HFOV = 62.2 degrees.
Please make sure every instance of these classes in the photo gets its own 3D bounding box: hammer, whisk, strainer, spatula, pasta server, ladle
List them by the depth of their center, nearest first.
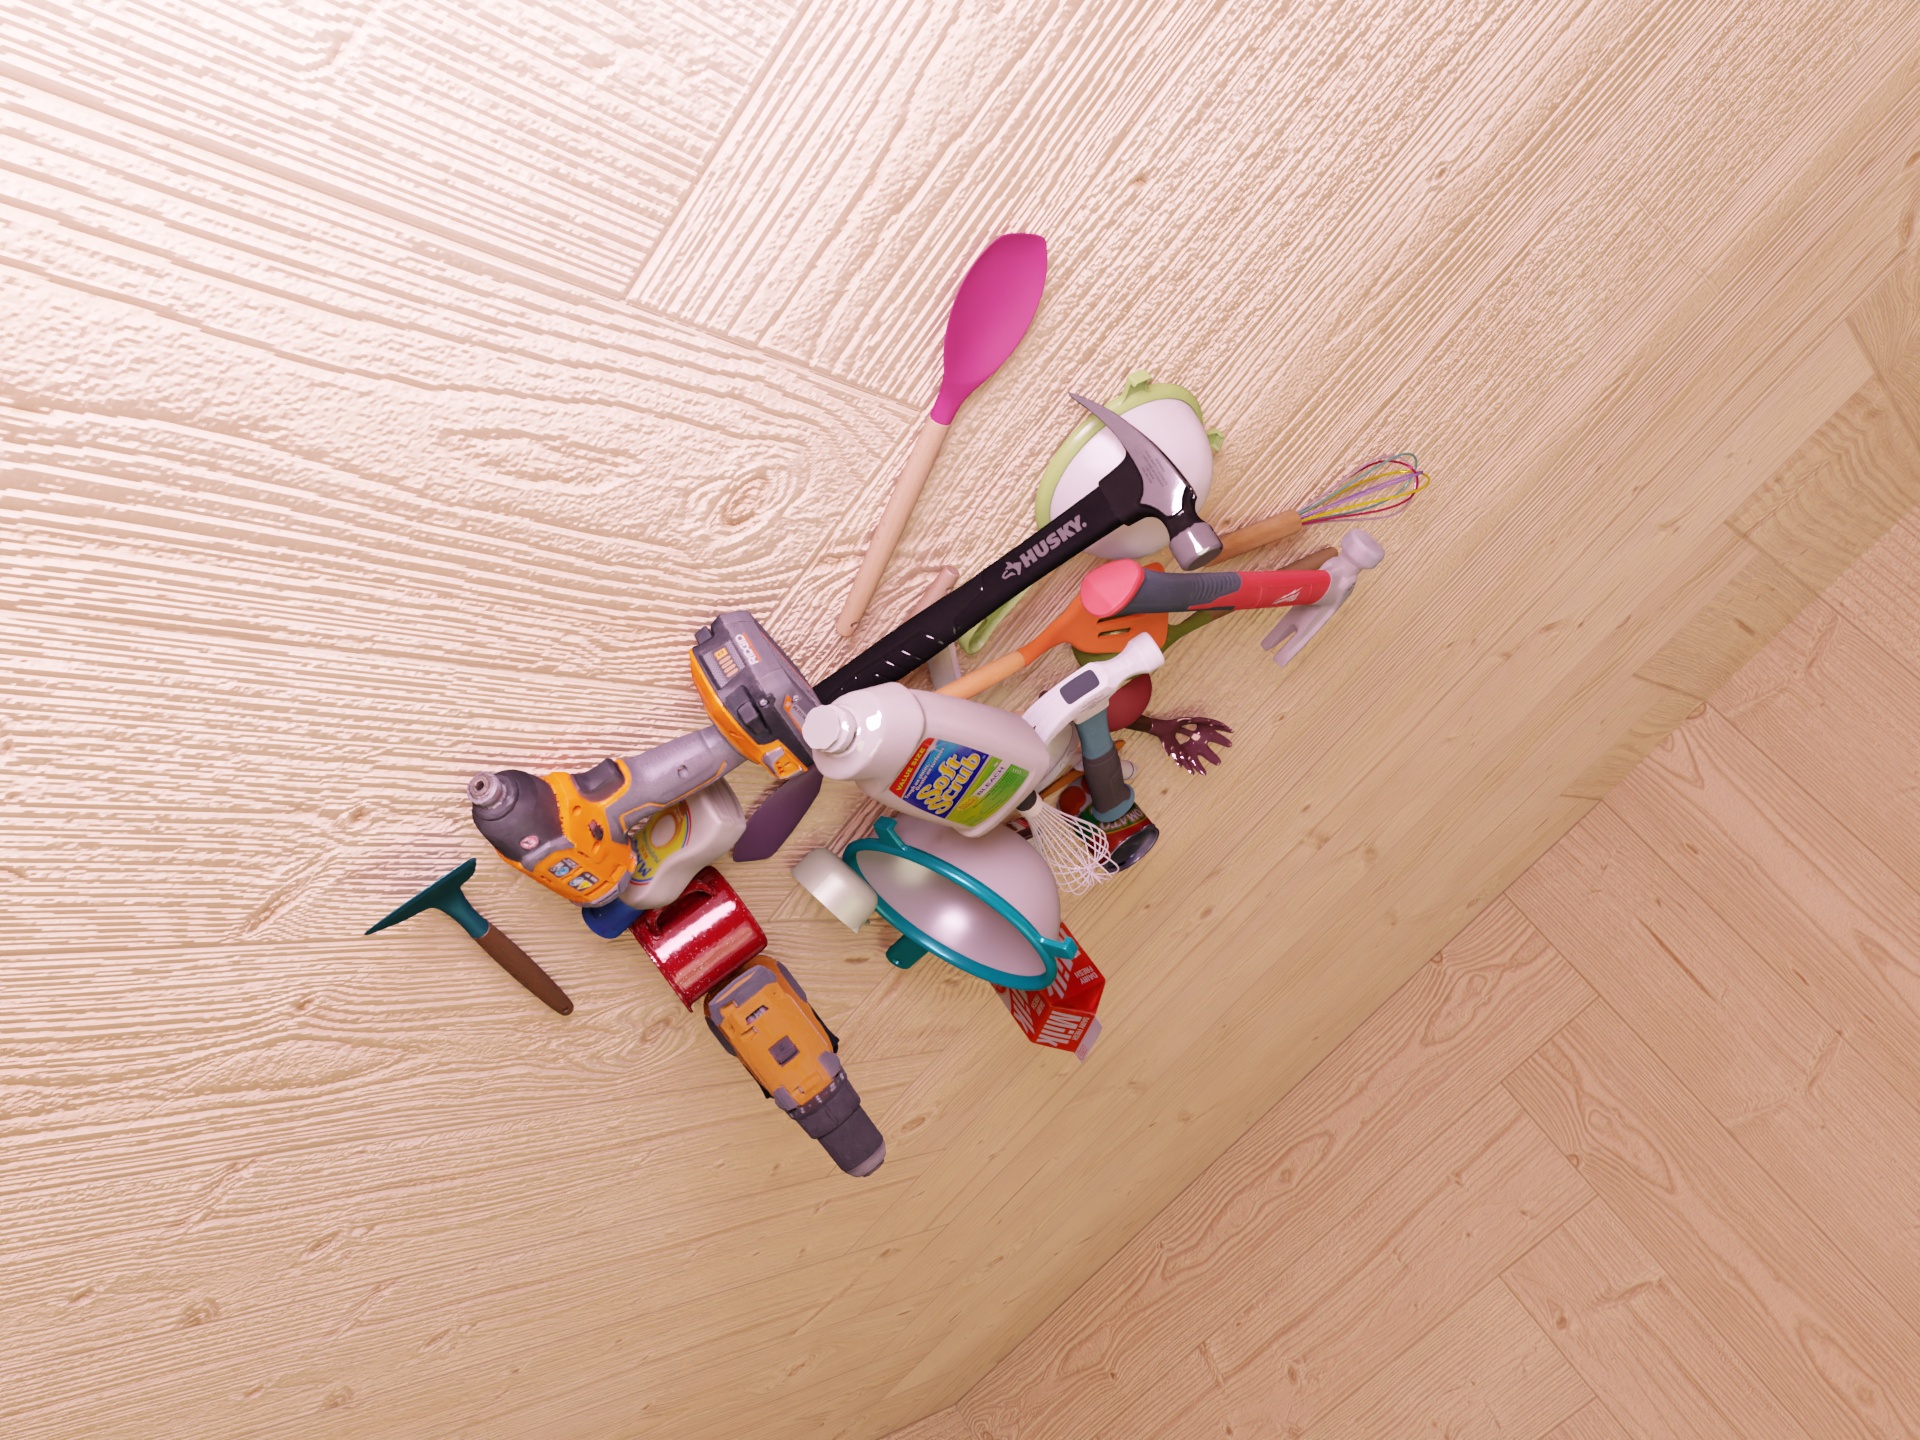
[{"bbox_3d":[0.007,-0.088,1.110,0.334,0.146,0.035,-34,165,18],"label":"hammer"},{"bbox_3d":[-0.335,0.169,1.150,0.082,0.044,0.317,-36,153,-11],"label":"spatula"},{"bbox_3d":[0.099,-0.130,1.178,0.256,0.069,0.151,-48,151,15],"label":"strainer"},{"bbox_3d":[0.033,-0.034,1.213,0.322,0.041,0.081,-29,130,-30],"label":"spatula"},{"bbox_3d":[-0.090,0.004,1.215,0.059,0.018,0.315,0,135,-49],"label":"spatula"},{"bbox_3d":[-0.002,-0.004,1.278,0.059,0.058,0.246,-6,146,6],"label":"whisk"},{"bbox_3d":[0.210,-0.094,1.288,0.386,0.038,0.143,-7,142,-50],"label":"hammer"},{"bbox_3d":[0.065,-0.003,1.306,0.315,0.031,0.069,-8,139,-48],"label":"ladle"},{"bbox_3d":[0.119,0.026,1.358,0.128,0.033,0.330,-31,158,-2],"label":"hammer"},{"bbox_3d":[0.069,0.083,1.377,0.070,0.070,0.284,-39,145,2],"label":"whisk"},{"bbox_3d":[0.309,-0.180,1.379,0.245,0.047,0.051,-22,150,-21],"label":"whisk"},{"bbox_3d":[0.224,-0.109,1.400,0.320,0.062,0.078,-26,150,-35],"label":"ladle"},{"bbox_3d":[-0.006,0.157,1.435,0.095,0.211,0.340,-57,-179,-23],"label":"strainer"},{"bbox_3d":[0.106,0.036,1.461,0.087,0.050,0.258,-57,151,12],"label":"strainer"},{"bbox_3d":[0.167,0.004,1.493,0.316,0.040,0.060,13,112,-54],"label":"pasta server"}]

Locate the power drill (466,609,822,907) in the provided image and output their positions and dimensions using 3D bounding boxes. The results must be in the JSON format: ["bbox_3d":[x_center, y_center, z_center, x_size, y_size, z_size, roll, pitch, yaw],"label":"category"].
[{"bbox_3d":[-0.208,0.027,1.051,0.226,0.084,0.164,-34,152,1],"label":"power drill"}]

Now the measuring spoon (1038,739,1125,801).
[{"bbox_3d":[0.113,0.054,1.530,0.117,0.011,0.021,-33,152,-9],"label":"measuring spoon"}]

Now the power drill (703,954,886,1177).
[{"bbox_3d":[-0.138,0.284,1.324,0.084,0.185,0.226,-38,-177,-11],"label":"power drill"}]

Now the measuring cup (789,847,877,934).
[{"bbox_3d":[-0.094,0.151,1.382,0.038,0.083,0.167,-48,161,-3],"label":"measuring cup"}]

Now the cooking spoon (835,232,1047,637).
[{"bbox_3d":[-0.023,-0.174,1.027,0.068,0.017,0.318,-10,141,-40],"label":"cooking spoon"}]
